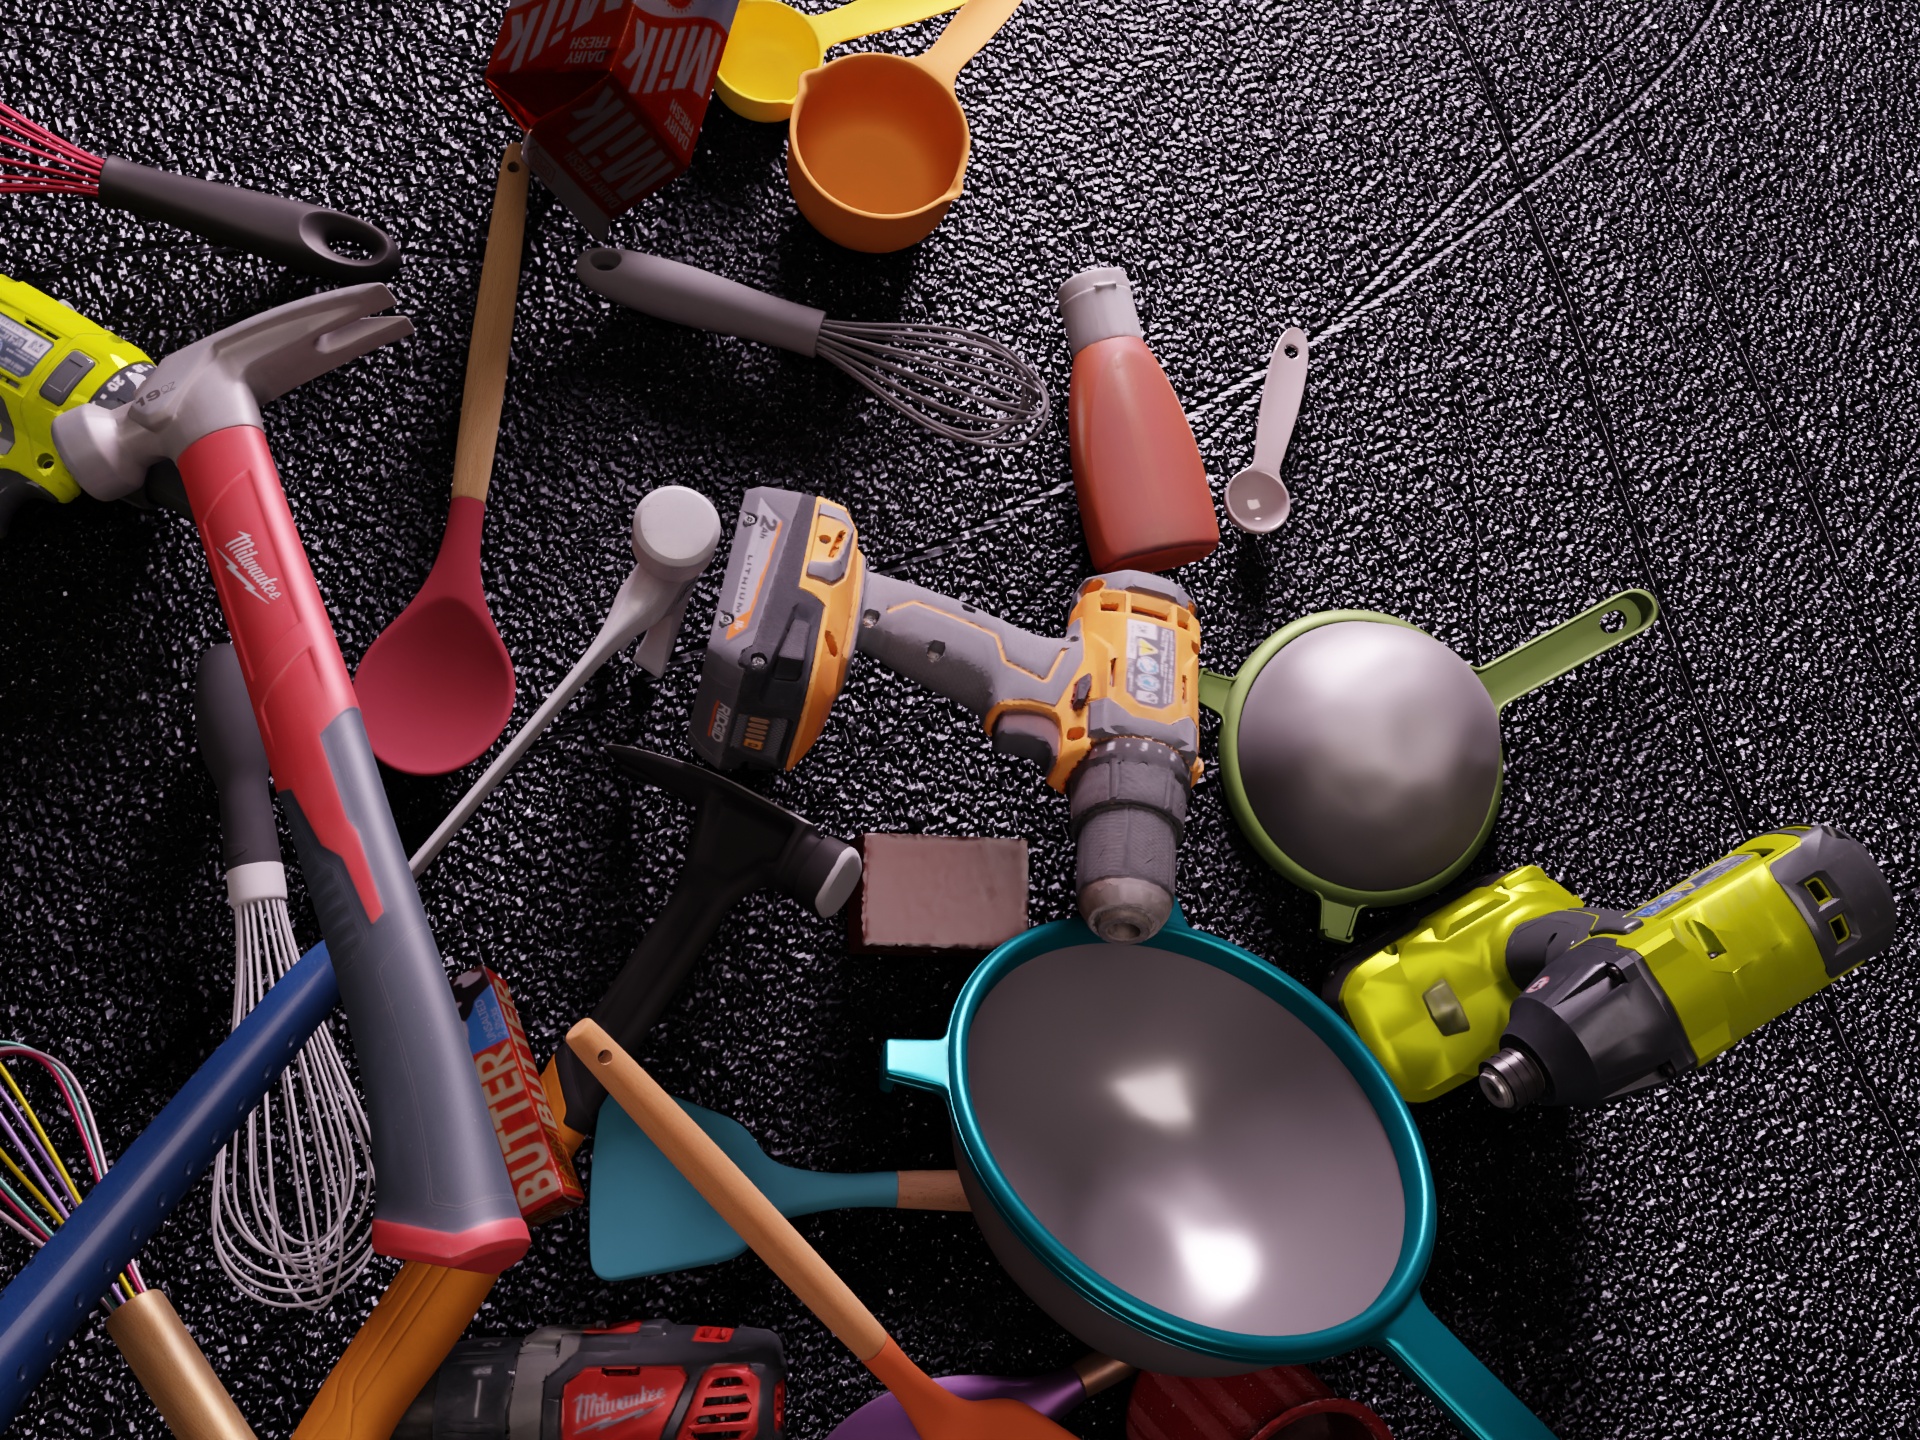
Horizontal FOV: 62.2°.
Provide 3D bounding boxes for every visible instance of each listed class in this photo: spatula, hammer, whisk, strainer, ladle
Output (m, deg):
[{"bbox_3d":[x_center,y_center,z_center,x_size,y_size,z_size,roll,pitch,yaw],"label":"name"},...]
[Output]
[{"bbox_3d":[-0.046,0.239,0.642,0.081,0.041,0.322,-44,106,-20],"label":"spatula"},{"bbox_3d":[-0.230,0.082,0.615,0.035,0.144,0.405,37,69,-3],"label":"hammer"},{"bbox_3d":[0.074,0.281,0.711,0.316,0.018,0.060,-21,68,-16],"label":"spatula"},{"bbox_3d":[-0.001,0.207,0.703,0.317,0.044,0.082,4,61,-11],"label":"spatula"},{"bbox_3d":[-0.215,0.006,0.569,0.143,0.038,0.387,-26,66,-4],"label":"hammer"},{"bbox_3d":[-0.178,0.167,0.648,0.127,0.034,0.337,25,70,19],"label":"hammer"},{"bbox_3d":[-0.290,0.100,0.666,0.070,0.070,0.285,-11,77,-12],"label":"whisk"},{"bbox_3d":[-0.328,0.211,0.612,0.245,0.051,0.047,44,98,20],"label":"whisk"},{"bbox_3d":[-0.403,-0.249,0.714,0.295,0.073,0.073,14,77,-14],"label":"whisk"},{"bbox_3d":[-0.071,-0.184,0.769,0.239,0.055,0.055,17,77,-3],"label":"whisk"},{"bbox_3d":[0.252,-0.010,0.779,0.256,0.069,0.151,-26,85,-13],"label":"strainer"},{"bbox_3d":[0.124,0.228,0.638,0.341,0.095,0.211,43,40,23],"label":"strainer"},{"bbox_3d":[-0.226,-0.126,0.736,0.069,0.031,0.315,7,76,-12],"label":"ladle"}]

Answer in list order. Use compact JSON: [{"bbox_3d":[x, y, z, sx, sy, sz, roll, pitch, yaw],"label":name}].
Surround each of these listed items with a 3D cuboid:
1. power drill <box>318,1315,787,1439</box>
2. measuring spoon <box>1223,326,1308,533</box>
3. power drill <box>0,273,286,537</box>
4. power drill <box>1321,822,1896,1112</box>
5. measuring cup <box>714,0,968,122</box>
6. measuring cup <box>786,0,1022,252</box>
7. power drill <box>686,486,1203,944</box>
[{"bbox_3d":[-0.165,0.356,0.629,0.188,0.080,0.227,1,75,-3],"label":"power drill"},{"bbox_3d":[0.160,-0.149,0.821,0.034,0.018,0.124,19,70,-6],"label":"measuring spoon"},{"bbox_3d":[-0.421,-0.073,0.665,0.190,0.080,0.228,31,73,-4],"label":"power drill"},{"bbox_3d":[0.251,0.113,0.675,0.171,0.223,0.080,-26,85,-14],"label":"power drill"},{"bbox_3d":[-0.056,-0.349,0.812,0.156,0.029,0.062,-26,85,-17],"label":"measuring cup"},{"bbox_3d":[-0.019,-0.309,0.798,0.095,0.052,0.174,36,73,-2],"label":"measuring cup"},{"bbox_3d":[-0.001,-0.002,0.701,0.226,0.084,0.186,13,51,-9],"label":"power drill"}]
